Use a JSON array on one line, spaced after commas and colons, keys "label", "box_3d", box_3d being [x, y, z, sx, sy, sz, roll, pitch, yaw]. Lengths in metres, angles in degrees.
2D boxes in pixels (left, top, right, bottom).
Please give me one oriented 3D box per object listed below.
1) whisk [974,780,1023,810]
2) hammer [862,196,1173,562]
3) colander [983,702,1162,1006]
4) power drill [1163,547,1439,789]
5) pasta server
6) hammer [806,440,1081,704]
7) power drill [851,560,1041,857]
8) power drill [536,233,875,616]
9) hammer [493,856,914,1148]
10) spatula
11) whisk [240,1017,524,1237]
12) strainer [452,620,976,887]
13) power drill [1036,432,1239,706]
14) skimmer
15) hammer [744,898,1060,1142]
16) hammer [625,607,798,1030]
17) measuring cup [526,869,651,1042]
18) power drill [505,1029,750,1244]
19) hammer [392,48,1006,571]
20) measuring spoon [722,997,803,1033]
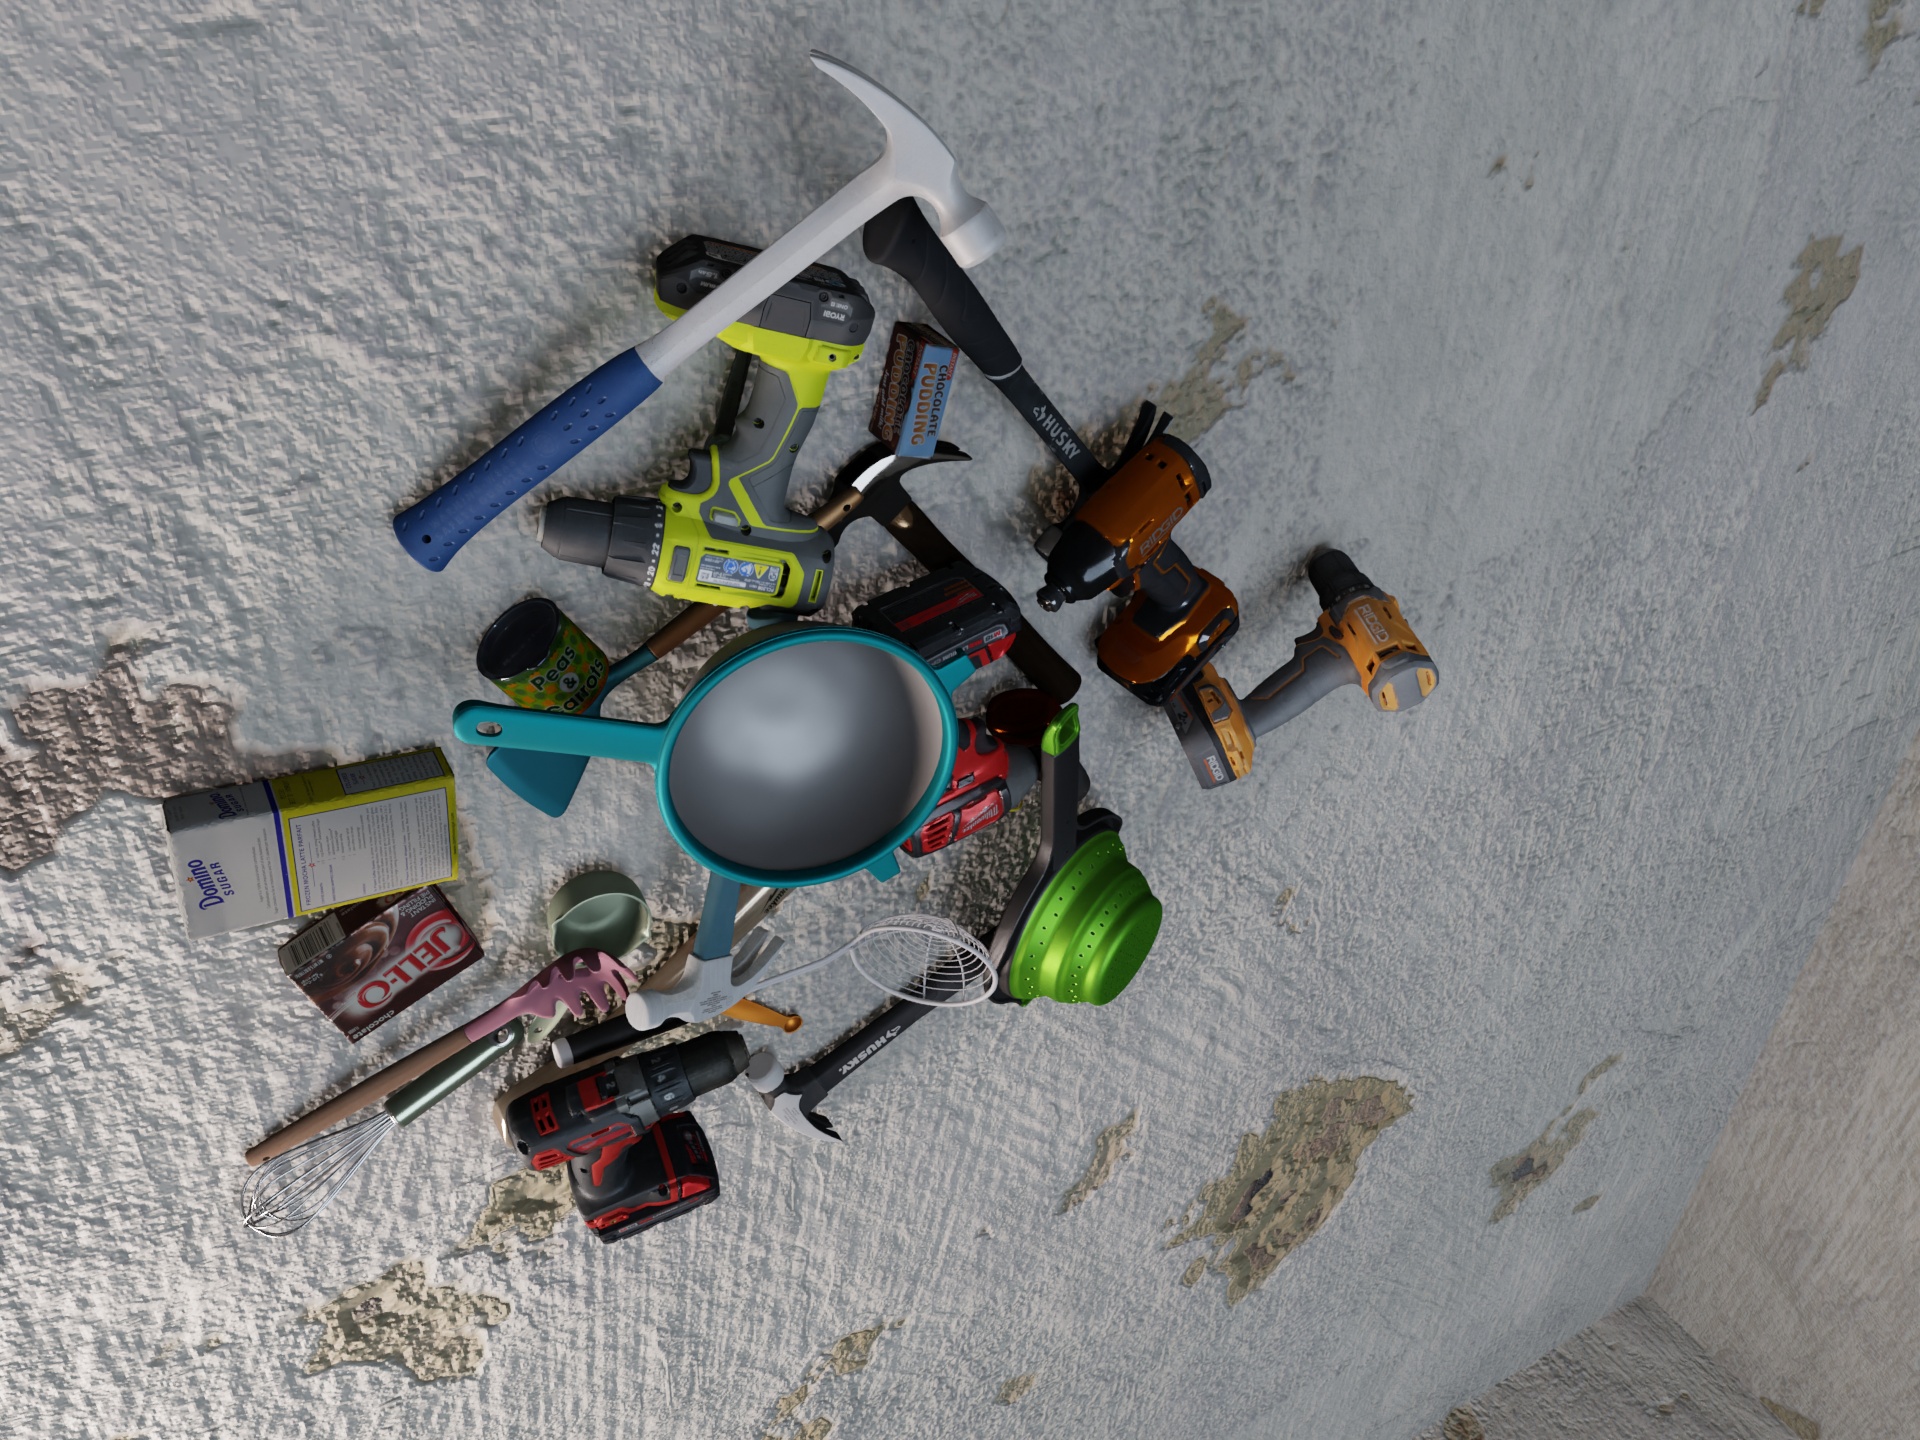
[{"label": "whisk", "box_3d": [-0.036, 0.034, 1.306, 0.244, 0.047, 0.051, 18, 153, -38]}, {"label": "hammer", "box_3d": [0.041, -0.241, 1.111, 0.149, 0.036, 0.408, -50, 149, 2]}, {"label": "colander", "box_3d": [0.114, 0.136, 1.368, 0.204, 0.094, 0.396, -45, 152, -29]}, {"label": "power drill", "box_3d": [0.287, -0.055, 1.423, 0.226, 0.186, 0.084, -25, 136, 7]}, {"label": "pasta server", "box_3d": [-0.390, 0.254, 1.188, 0.316, 0.040, 0.060, -30, 145, -3]}, {"label": "hammer", "box_3d": [0.010, -0.105, 1.252, 0.130, 0.031, 0.331, -46, 137, 2]}, {"label": "power drill", "box_3d": [-0.002, -0.004, 1.233, 0.143, 0.079, 0.219, -25, 131, -19]}, {"label": "power drill", "box_3d": [-0.160, -0.183, 1.017, 0.190, 0.080, 0.228, 9, 116, -19]}, {"label": "hammer", "box_3d": [-0.217, 0.204, 1.310, 0.410, 0.038, 0.146, -44, 138, -1]}, {"label": "spatula", "box_3d": [-0.191, -0.058, 1.115, 0.317, 0.044, 0.082, -38, 136, 1]}, {"label": "whisk", "box_3d": [-0.441, 0.308, 1.219, 0.246, 0.058, 0.059, -36, 170, -13]}, {"label": "strainer", "box_3d": [-0.172, 0.000, 1.084, 0.340, 0.095, 0.211, 7, 119, -25]}, {"label": "power drill", "box_3d": [0.141, -0.106, 1.282, 0.164, 0.084, 0.226, -45, 147, -10]}, {"label": "skimmer", "box_3d": [-0.144, 0.239, 1.301, 0.363, 0.090, 0.127, -16, 153, -27]}, {"label": "hammer", "box_3d": [-0.036, 0.268, 1.493, 0.335, 0.035, 0.146, -36, 135, -10]}, {"label": "hammer", "box_3d": [-0.168, 0.070, 1.193, 0.128, 0.033, 0.331, -3, 109, -50]}, {"label": "measuring cup", "box_3d": [-0.302, 0.182, 1.234, 0.083, 0.038, 0.167, 15, 121, -39]}, {"label": "power drill", "box_3d": [-0.251, 0.331, 1.292, 0.188, 0.080, 0.226, -20, 148, -12]}, {"label": "hammer", "box_3d": [-0.178, -0.220, 0.931, 0.405, 0.035, 0.144, -33, 115, 15]}, {"label": "measuring spoon", "box_3d": [-0.184, 0.253, 1.392, 0.116, 0.011, 0.021, 28, 102, -42]}]
